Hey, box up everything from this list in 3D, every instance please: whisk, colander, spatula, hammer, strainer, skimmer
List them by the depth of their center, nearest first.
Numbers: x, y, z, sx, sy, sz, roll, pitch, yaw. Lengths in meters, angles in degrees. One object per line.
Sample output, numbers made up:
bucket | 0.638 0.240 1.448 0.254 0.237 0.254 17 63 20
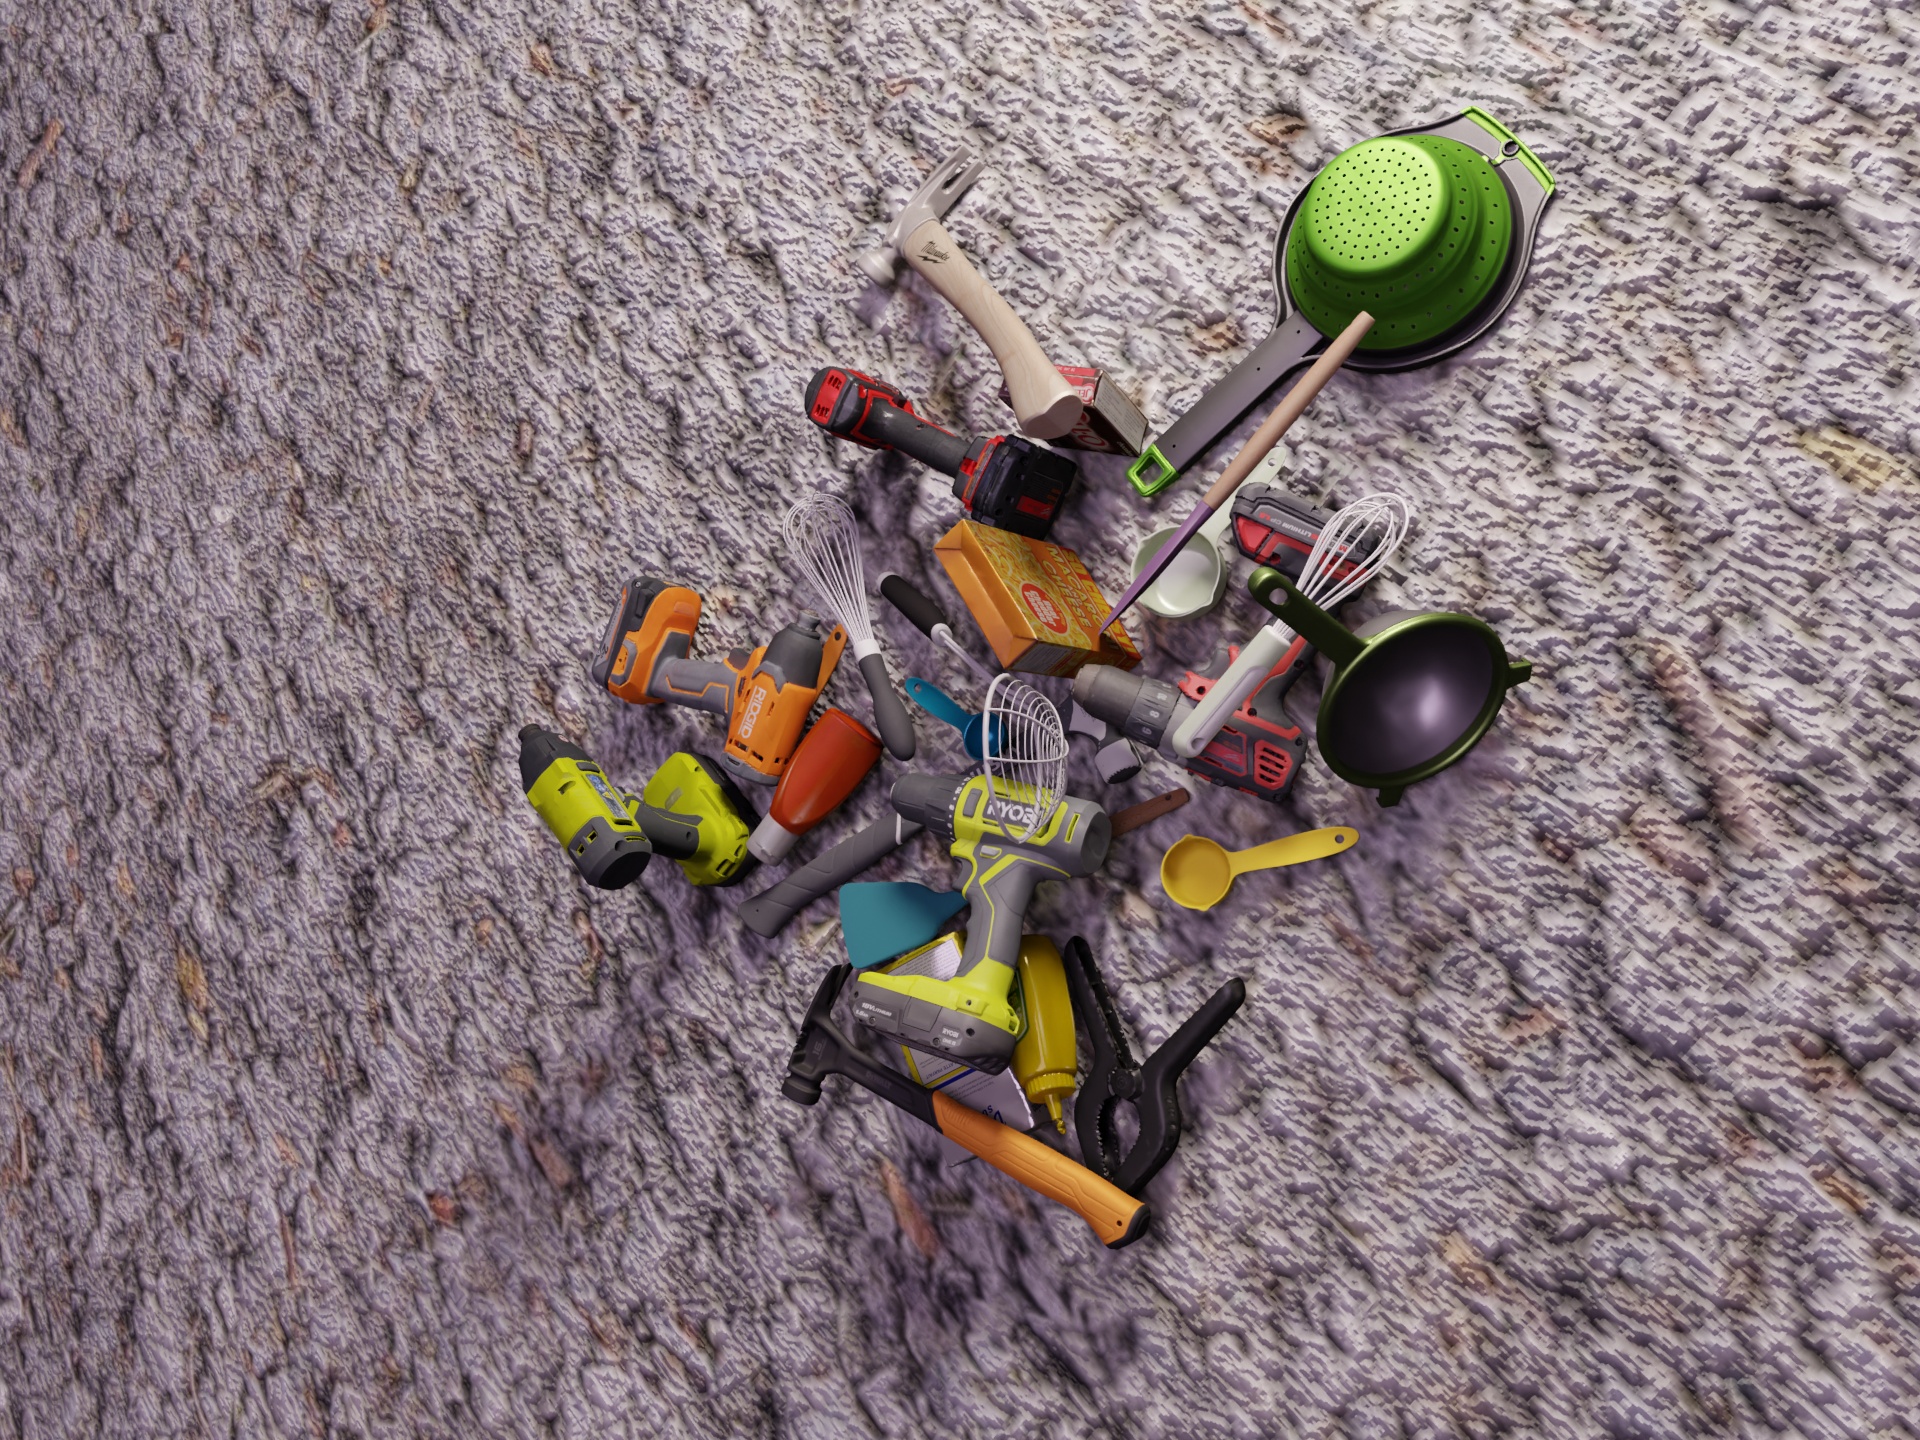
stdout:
strainer | 0.281 -0.051 1.140 0.151 0.256 0.069 -48 34 16
whisk | 0.239 -0.067 1.166 0.246 0.057 0.059 -51 40 15
spatula | 0.209 -0.186 1.231 0.018 0.060 0.316 40 103 -1
colander | 0.271 -0.327 1.251 0.397 0.094 0.205 -42 65 17
hammer | 0.005 0.319 1.284 0.337 0.034 0.127 24 97 28
skimmer | -0.014 -0.031 1.303 0.090 0.127 0.364 -30 37 -11
spatula | 0.044 0.121 1.330 0.317 0.044 0.082 -26 54 19
hammer | 0.022 -0.356 1.334 0.146 0.038 0.411 -46 39 15
hammer | -0.039 0.078 1.395 0.409 0.036 0.149 -33 67 21
whisk | -0.093 -0.088 1.429 0.070 0.070 0.285 -31 66 22

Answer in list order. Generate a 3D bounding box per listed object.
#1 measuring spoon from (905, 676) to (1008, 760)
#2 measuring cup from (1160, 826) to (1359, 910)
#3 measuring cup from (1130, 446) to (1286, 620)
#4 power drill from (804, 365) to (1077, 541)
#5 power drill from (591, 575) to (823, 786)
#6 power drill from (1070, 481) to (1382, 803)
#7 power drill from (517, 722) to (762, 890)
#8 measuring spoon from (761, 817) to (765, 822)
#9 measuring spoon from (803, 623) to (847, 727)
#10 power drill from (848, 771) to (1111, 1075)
measuring spoon | -0.002 -0.004 1.364 0.129 0.021 0.042 36 100 40
measuring cup | 0.236 0.109 1.249 0.156 0.029 0.062 -15 75 14
measuring cup | 0.210 -0.152 1.293 0.167 0.038 0.083 -49 66 9
power drill | -0.018 -0.236 1.380 0.220 0.143 0.078 30 101 23
power drill | -0.227 -0.056 1.487 0.227 0.084 0.164 27 100 30
power drill | 0.206 -0.068 1.231 0.188 0.080 0.226 23 96 7
power drill | -0.288 0.077 1.424 0.080 0.223 0.171 -48 64 14
measuring spoon | -0.138 0.068 1.465 0.034 0.018 0.124 43 97 5
measuring spoon | -0.134 -0.039 1.479 0.021 0.011 0.117 31 98 29
power drill | -0.001 0.151 1.277 0.191 0.080 0.228 12 72 30
